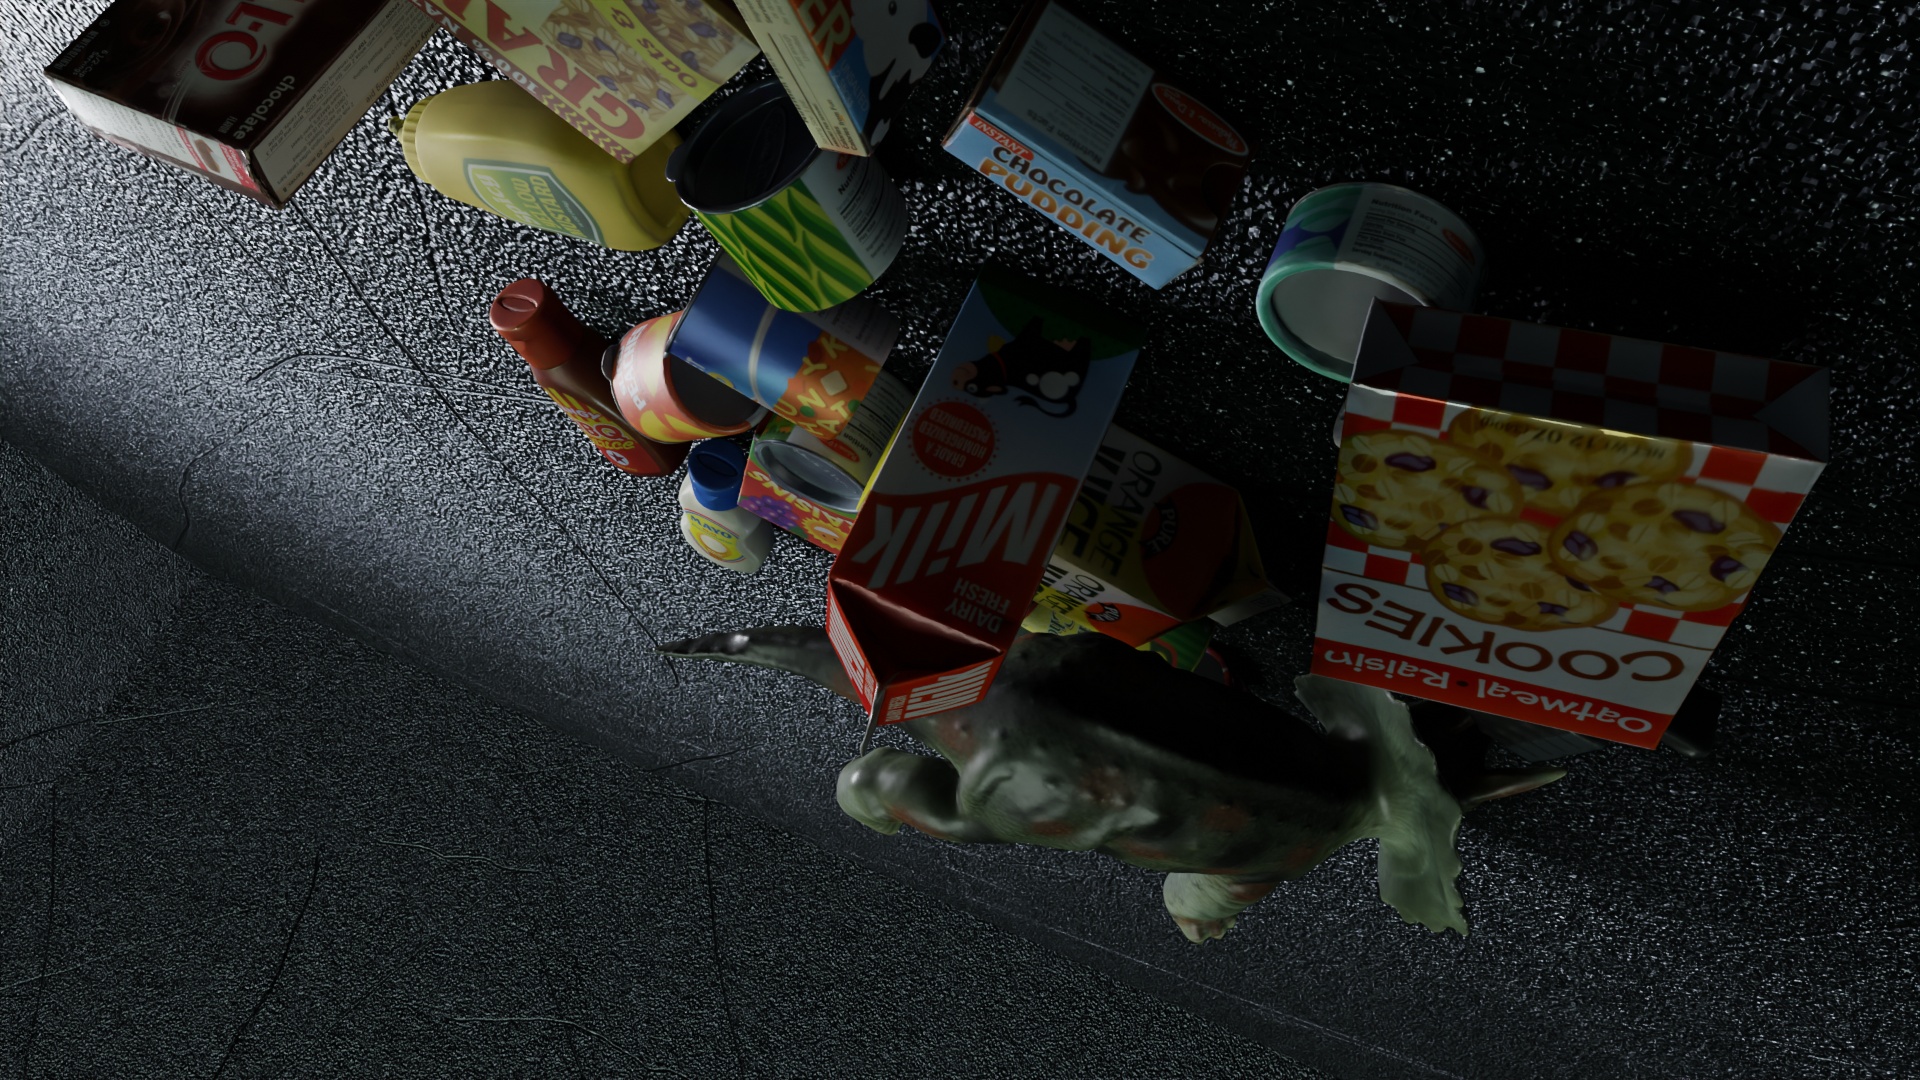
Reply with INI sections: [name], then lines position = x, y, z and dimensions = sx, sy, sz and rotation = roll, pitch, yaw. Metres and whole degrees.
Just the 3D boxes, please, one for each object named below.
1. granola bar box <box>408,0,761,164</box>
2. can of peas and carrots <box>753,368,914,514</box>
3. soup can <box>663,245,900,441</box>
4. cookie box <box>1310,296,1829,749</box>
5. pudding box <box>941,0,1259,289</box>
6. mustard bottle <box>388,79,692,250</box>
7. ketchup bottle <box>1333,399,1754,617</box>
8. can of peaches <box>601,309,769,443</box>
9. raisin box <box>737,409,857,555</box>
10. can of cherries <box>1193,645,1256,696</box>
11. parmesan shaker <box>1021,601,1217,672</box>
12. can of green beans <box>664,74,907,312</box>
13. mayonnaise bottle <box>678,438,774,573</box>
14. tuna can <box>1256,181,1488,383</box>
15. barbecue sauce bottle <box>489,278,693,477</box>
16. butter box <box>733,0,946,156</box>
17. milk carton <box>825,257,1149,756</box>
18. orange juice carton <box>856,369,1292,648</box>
[granola bar box]
position = -0.148, -0.206, 0.453
dimensions = 0.165, 0.039, 0.124
rotation = 35, 157, -26
[can of peas and carrots]
position = -0.063, -0.054, 0.701
dimensions = 0.071, 0.059, 0.070
rotation = 23, 160, 9
[soup can]
position = -0.079, -0.090, 0.616
dimensions = 0.084, 0.071, 0.071
rotation = 30, 159, -12
[cookie box]
position = 0.184, 0.001, 0.452
dimensions = 0.123, 0.040, 0.166
rotation = 12, 148, 17
[pudding box]
position = 0.043, -0.120, 0.422
dimensions = 0.083, 0.050, 0.030
rotation = 30, 161, -12
[mustard bottle]
position = -0.188, -0.164, 0.592
dimensions = 0.160, 0.049, 0.065
rotation = 15, 156, 26
[ketchup bottle]
position = 0.206, -0.014, 0.501
dimensions = 0.149, 0.044, 0.064
rotation = 29, 155, -8
[can of peaches]
position = -0.136, -0.084, 0.701
dimensions = 0.071, 0.071, 0.058
rotation = 39, 155, -32
[raisin box]
position = -0.079, -0.036, 0.797
dimensions = 0.086, 0.040, 0.123
rotation = 26, 159, -4
[can of cherries]
position = 0.144, 0.100, 0.833
dimensions = 0.071, 0.072, 0.058
rotation = 8, 152, 40
[parmesan shaker]
position = 0.075, 0.034, 0.743
dimensions = 0.103, 0.071, 0.071
rotation = 29, 160, -9
[can of green beans]
position = -0.060, -0.126, 0.508
dimensions = 0.071, 0.071, 0.057
rotation = 12, 156, 34
[mayonnaise bottle]
position = -0.156, -0.023, 0.917
dimensions = 0.065, 0.041, 0.147
rotation = 26, 161, 3
[tuna can]
position = 0.129, -0.079, 0.445
dimensions = 0.071, 0.033, 0.070
rotation = 22, 159, 9
[barbecue sauce bottle]
position = -0.217, -0.093, 0.811
dimensions = 0.065, 0.044, 0.148
rotation = 16, 158, 28
[butter box]
position = -0.041, -0.167, 0.402
dimensions = 0.024, 0.053, 0.103
rotation = 17, 158, 30
[milk carton]
position = 0.002, -0.007, 0.546
dimensions = 0.073, 0.191, 0.072
rotation = 24, 160, 3
[orange juice carton]
position = 0.057, -0.009, 0.649
dimensions = 0.193, 0.073, 0.071
rotation = 27, 160, -6
